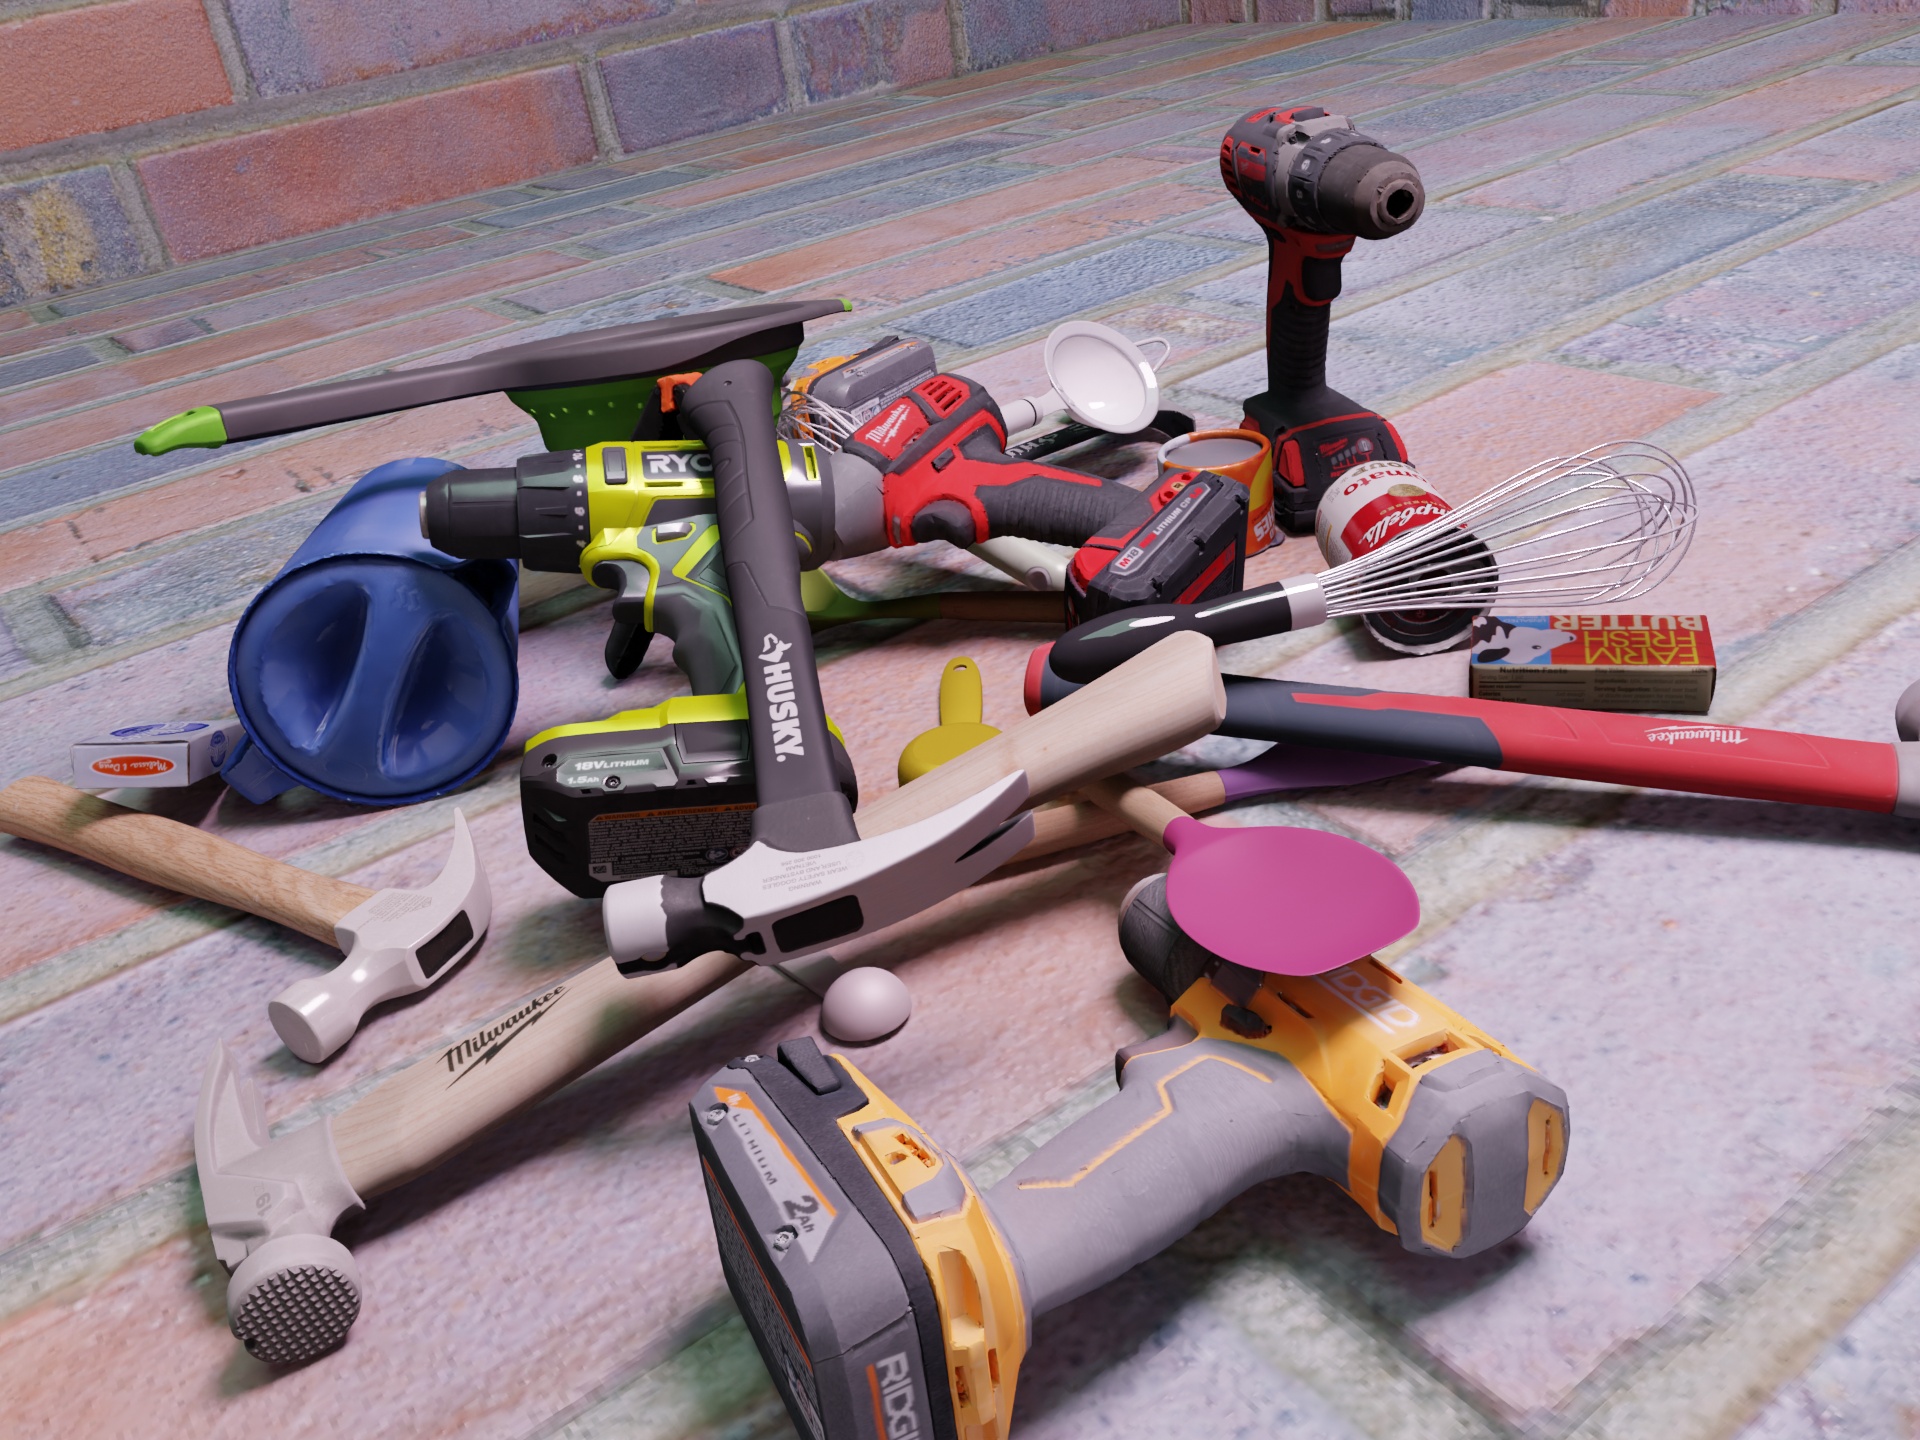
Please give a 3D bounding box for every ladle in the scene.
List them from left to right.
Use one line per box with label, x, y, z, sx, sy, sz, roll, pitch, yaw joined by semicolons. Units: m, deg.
ladle;0.015;-0.074;0.863;0.320;0.062;0.078;2;22;15

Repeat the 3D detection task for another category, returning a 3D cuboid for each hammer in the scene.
hammer;-0.346;0.066;0.736;0.331;0.031;0.130;11;34;32
hammer;-0.078;0.068;0.591;0.410;0.038;0.146;-29;32;-17
hammer;-0.071;-0.047;0.637;0.146;0.035;0.335;-12;45;-3
hammer;-0.026;-0.143;1.023;0.409;0.036;0.149;-25;33;-26
hammer;0.207;0.013;0.641;0.386;0.038;0.143;7;35;20

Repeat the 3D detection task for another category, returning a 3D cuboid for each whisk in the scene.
whisk;-0.026;-0.133;0.942;0.246;0.057;0.059;33;47;28
whisk;0.176;-0.057;0.675;0.284;0.070;0.070;-14;29;-1

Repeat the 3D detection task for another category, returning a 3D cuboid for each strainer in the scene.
strainer;0.045;-0.193;0.990;0.258;0.087;0.050;-30;-8;-43

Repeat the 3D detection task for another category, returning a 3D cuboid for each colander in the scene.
colander;-0.236;-0.158;0.882;0.397;0.094;0.205;-22;22;-35

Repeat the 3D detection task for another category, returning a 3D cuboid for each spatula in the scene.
spatula;0.086;0.034;0.682;0.316;0.018;0.060;-14;29;-12

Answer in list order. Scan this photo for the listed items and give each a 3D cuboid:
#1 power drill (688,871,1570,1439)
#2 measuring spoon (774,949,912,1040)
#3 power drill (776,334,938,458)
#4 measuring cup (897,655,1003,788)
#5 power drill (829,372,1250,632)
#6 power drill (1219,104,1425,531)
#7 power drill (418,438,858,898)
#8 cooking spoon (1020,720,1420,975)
power drill;0.037;0.117;0.486;0.226;0.084;0.185;-16;24;-20
measuring spoon;-0.063;0.089;0.625;0.034;0.018;0.124;-26;32;-28
power drill;-0.123;-0.231;1.166;0.227;0.084;0.164;8;32;36
measuring cup;-0.001;-0.002;0.760;0.062;0.029;0.157;-7;30;4
power drill;0.025;-0.098;0.814;0.220;0.078;0.143;27;54;28
power drill;0.208;-0.225;0.899;0.080;0.226;0.188;-13;28;-7
power drill;-0.142;-0.038;0.710;0.190;0.080;0.229;-4;51;-13
cooking spoon;0.074;0.037;0.603;0.069;0.017;0.319;-21;16;-11
